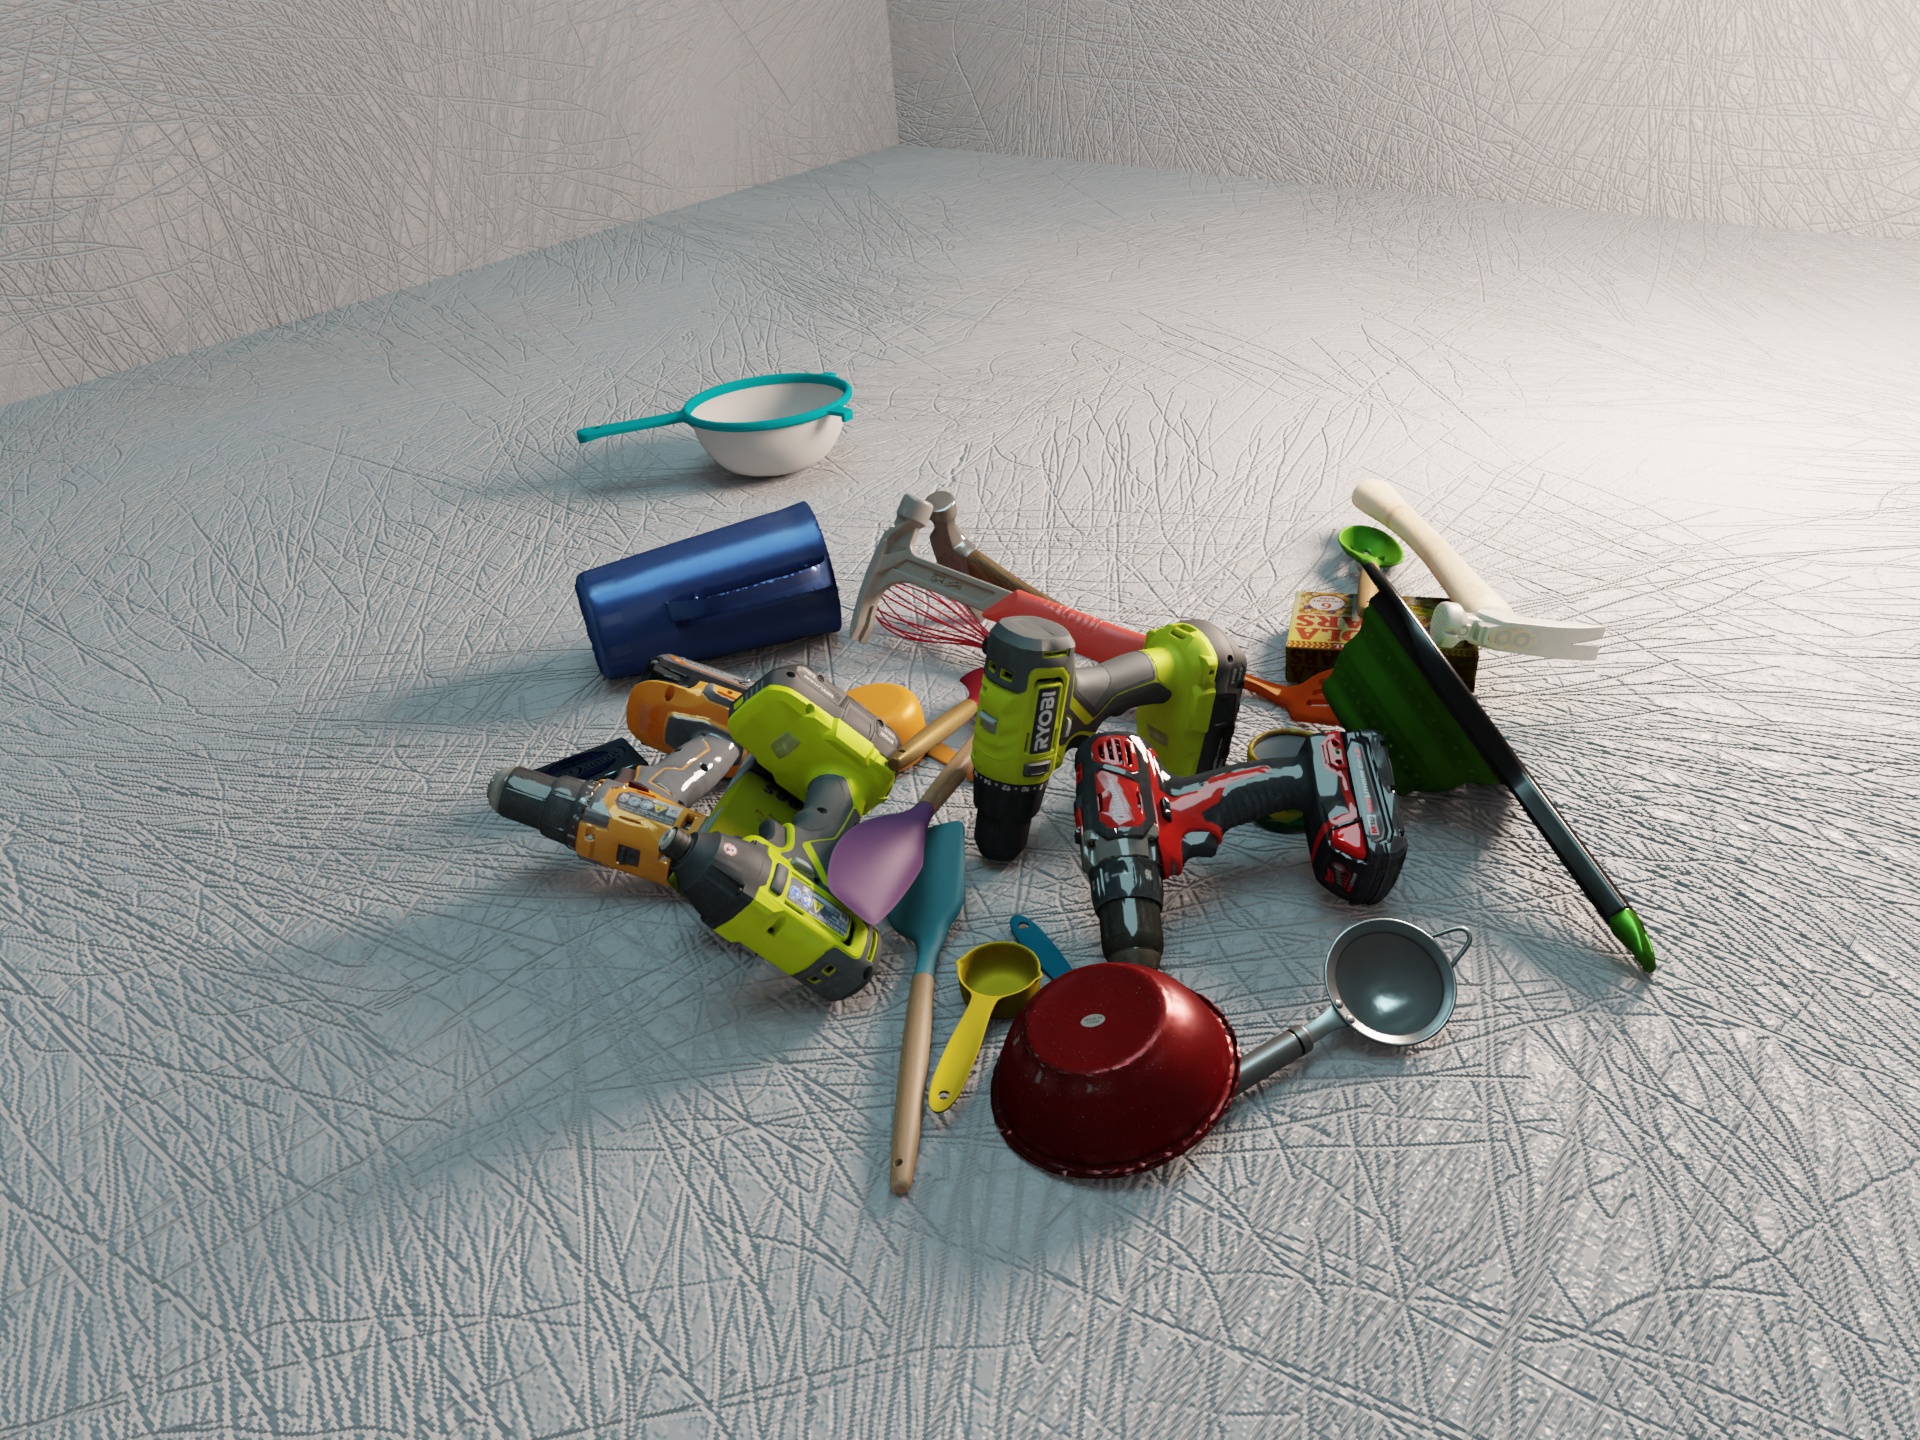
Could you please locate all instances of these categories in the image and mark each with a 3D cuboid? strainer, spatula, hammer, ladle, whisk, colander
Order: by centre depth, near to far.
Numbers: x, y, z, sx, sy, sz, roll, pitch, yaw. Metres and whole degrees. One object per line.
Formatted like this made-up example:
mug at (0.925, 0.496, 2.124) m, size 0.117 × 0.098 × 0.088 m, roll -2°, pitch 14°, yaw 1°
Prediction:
strainer at (0.221, 0.200, 1.017) m, size 0.258 × 0.050 × 0.087 m, roll -25°, pitch 65°, yaw -21°
spatula at (-0.034, 0.186, 1.075) m, size 0.082 × 0.044 × 0.318 m, roll -19°, pitch 29°, yaw 14°
spatula at (-0.018, 0.053, 1.199) m, size 0.060 × 0.018 × 0.316 m, roll 41°, pitch 36°, yaw 1°
colander at (0.375, 0.047, 1.200) m, size 0.094 × 0.204 × 0.398 m, roll -36°, pitch 46°, yaw 14°
ladle at (-0.002, -0.004, 1.314) m, size 0.069 × 0.031 × 0.315 m, roll 15°, pitch 17°, yaw 14°
hammer at (0.064, -0.085, 1.432) m, size 0.359 × 0.149 × 0.036 m, roll 24°, pitch 4°, yaw 28°
spatula at (0.226, -0.051, 1.440) m, size 0.323 × 0.041 × 0.081 m, roll 17°, pitch 58°, yaw 35°
hammer at (0.089, -0.096, 1.488) m, size 0.031 × 0.129 × 0.332 m, roll -39°, pitch 53°, yaw -20°
whisk at (0.014, -0.080, 1.512) m, size 0.296 × 0.073 × 0.073 m, roll 30°, pitch 44°, yaw 35°
hammer at (0.466, -0.154, 1.517) m, size 0.146 × 0.038 × 0.411 m, roll 6°, pitch 25°, yaw -6°
strainer at (-0.296, -0.346, 1.970) m, size 0.340 × 0.095 × 0.211 m, roll -11°, pitch 28°, yaw -6°

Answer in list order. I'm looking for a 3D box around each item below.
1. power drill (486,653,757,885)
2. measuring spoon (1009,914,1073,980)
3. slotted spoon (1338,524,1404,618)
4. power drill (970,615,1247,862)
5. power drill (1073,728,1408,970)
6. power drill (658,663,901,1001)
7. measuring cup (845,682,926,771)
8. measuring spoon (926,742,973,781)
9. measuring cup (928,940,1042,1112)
power drill at (-0.259, 0.036, 1.292) m, size 0.185 × 0.084 × 0.226 m, roll 17°, pitch 35°, yaw 1°
measuring spoon at (0.067, 0.166, 1.112) m, size 0.042 × 0.021 × 0.129 m, roll -17°, pitch 34°, yaw -20°
slotted spoon at (0.389, -0.140, 1.520) m, size 0.070 × 0.031 × 0.314 m, roll 21°, pitch 22°, yaw 8°
power drill at (0.107, 0.009, 1.247) m, size 0.228 × 0.190 × 0.080 m, roll -8°, pitch 27°, yaw -34°
power drill at (0.196, 0.093, 1.138) m, size 0.226 × 0.080 × 0.188 m, roll -3°, pitch 58°, yaw 0°
power drill at (-0.123, 0.070, 1.138) m, size 0.080 × 0.171 × 0.223 m, roll -36°, pitch 28°, yaw 32°
measuring cup at (-0.105, -0.005, 1.397) m, size 0.174 × 0.052 × 0.095 m, roll 19°, pitch 41°, yaw 38°
measuring spoon at (-0.015, 0.025, 1.375) m, size 0.021 × 0.011 × 0.117 m, roll -25°, pitch 35°, yaw -30°
measuring cup at (0.011, 0.208, 1.052) m, size 0.062 × 0.029 × 0.157 m, roll 7°, pitch 37°, yaw 19°
